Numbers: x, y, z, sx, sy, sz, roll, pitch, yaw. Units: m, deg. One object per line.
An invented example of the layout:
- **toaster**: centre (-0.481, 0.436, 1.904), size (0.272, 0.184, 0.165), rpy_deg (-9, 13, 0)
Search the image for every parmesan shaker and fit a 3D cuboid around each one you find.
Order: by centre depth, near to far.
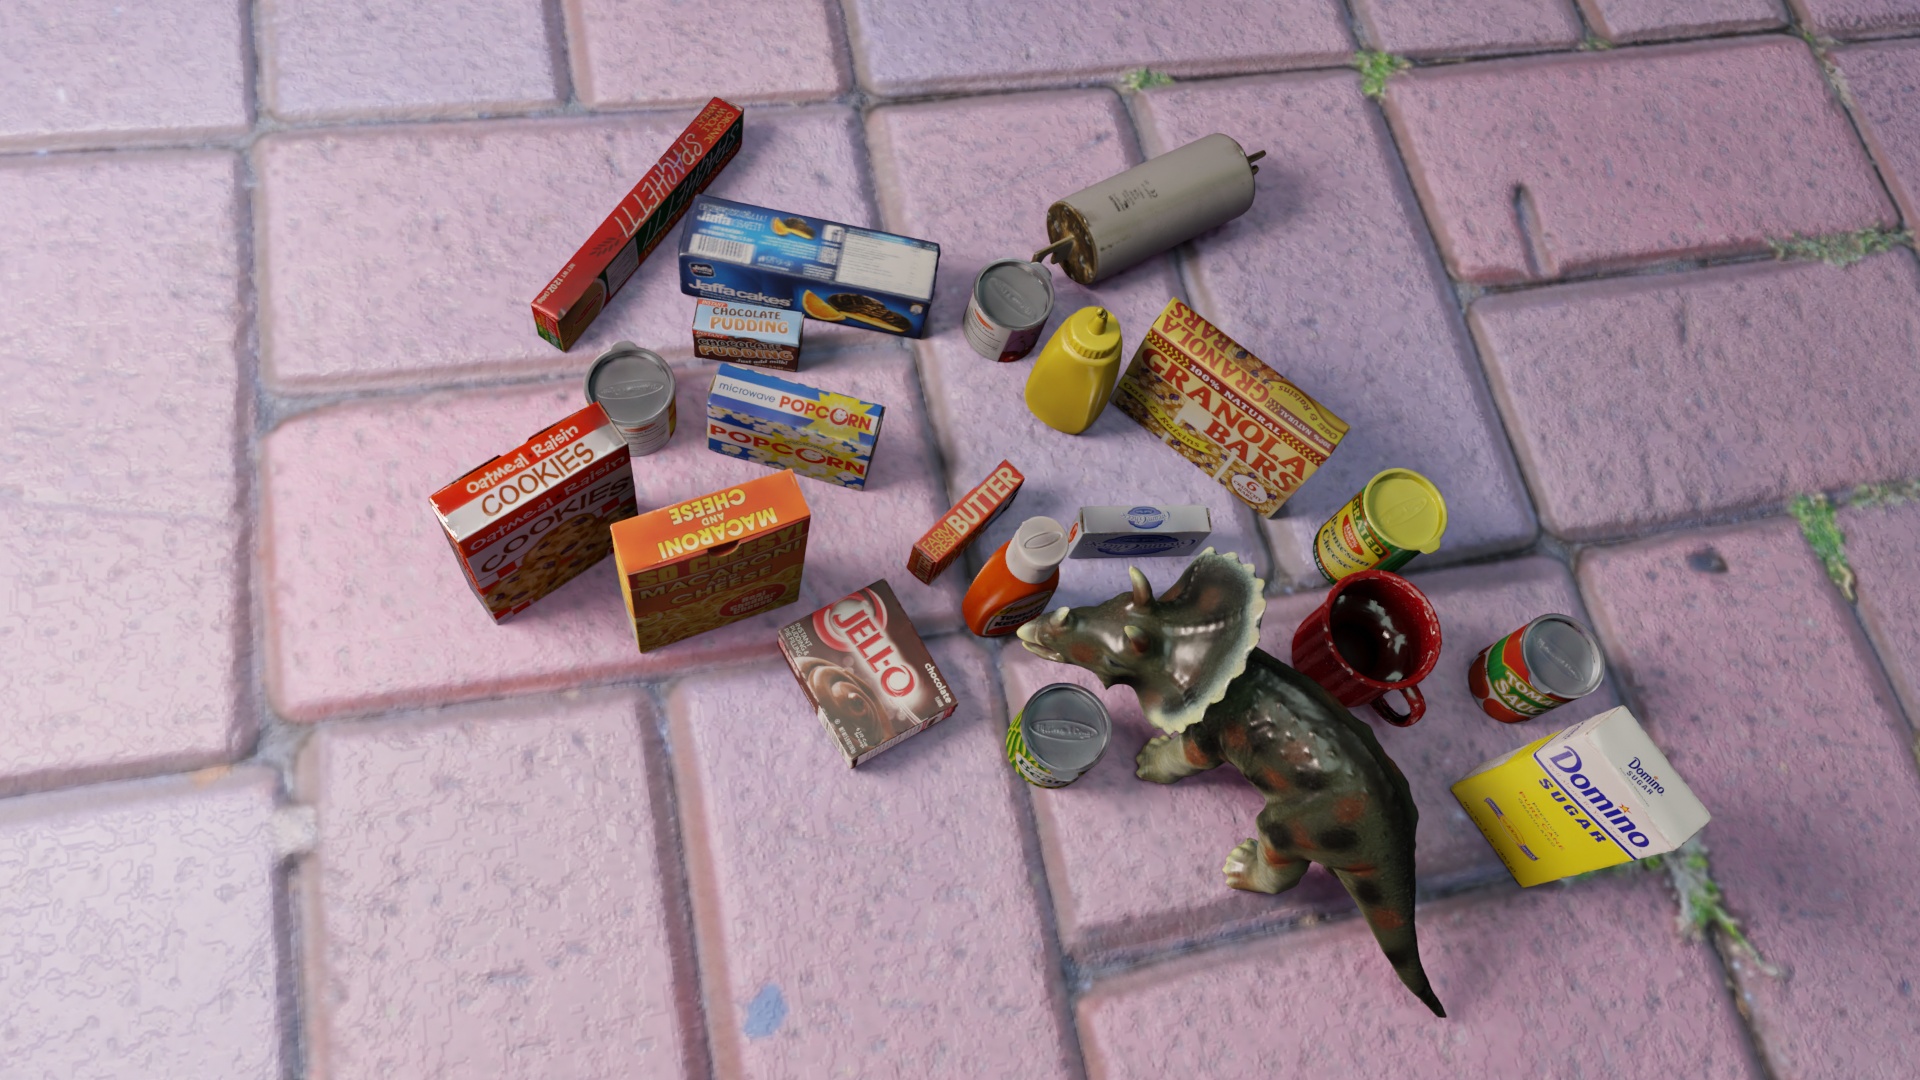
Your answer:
- **parmesan shaker**: centre (0.325, -0.003, 1.082), size (0.071, 0.102, 0.071), rpy_deg (4, 68, -9)

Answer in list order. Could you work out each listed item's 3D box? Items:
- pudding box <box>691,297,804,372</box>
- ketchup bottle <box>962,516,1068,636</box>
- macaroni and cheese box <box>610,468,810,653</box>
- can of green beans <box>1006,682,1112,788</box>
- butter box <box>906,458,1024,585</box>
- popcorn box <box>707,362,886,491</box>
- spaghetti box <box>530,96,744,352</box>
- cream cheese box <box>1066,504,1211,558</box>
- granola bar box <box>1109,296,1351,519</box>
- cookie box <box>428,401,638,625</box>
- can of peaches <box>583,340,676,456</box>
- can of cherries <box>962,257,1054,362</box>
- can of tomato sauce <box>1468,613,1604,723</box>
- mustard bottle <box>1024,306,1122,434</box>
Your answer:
- **pudding box**: centre (-0.166, -0.161, 1.088), size (0.084, 0.049, 0.030), rpy_deg (8, 67, -7)
- **ketchup bottle**: centre (0.043, 0.026, 0.995), size (0.065, 0.148, 0.043), rpy_deg (-18, 73, -16)
- **macaroni and cheese box**: centre (-0.169, 0.018, 0.951), size (0.124, 0.165, 0.040), rpy_deg (-19, 73, -16)
- **can of green beans**: centre (0.070, 0.142, 1.002), size (0.071, 0.057, 0.071), rpy_deg (4, 68, -9)
- **butter box**: centre (0.004, -0.013, 1.056), size (0.024, 0.053, 0.104), rpy_deg (43, 68, 8)
- **popcorn box**: centre (-0.125, -0.084, 1.044), size (0.127, 0.085, 0.038), rpy_deg (15, 67, -4)
- **spaghetti box**: centre (-0.253, -0.256, 1.111), size (0.029, 0.050, 0.251), rpy_deg (31, 66, 3)
- **cream cheese box**: centre (0.137, -0.007, 1.077), size (0.104, 0.053, 0.024), rpy_deg (-1, 69, -10)
- **granola bar box**: centre (0.206, -0.100, 1.088), size (0.165, 0.123, 0.039), rpy_deg (38, 67, 6)
- **cookie box**: centre (-0.283, -0.016, 0.944), size (0.123, 0.166, 0.040), rpy_deg (-35, 78, -20)
- **can of peaches**: centre (-0.248, -0.106, 1.046), size (0.071, 0.057, 0.071), rpy_deg (4, 68, -9)
- **can of cherries**: centre (0.040, -0.188, 1.130), size (0.071, 0.058, 0.072), rpy_deg (4, 68, -9)
- **can of tomato sauce**: centre (0.441, 0.102, 1.070), size (0.071, 0.082, 0.071), rpy_deg (4, 68, -9)
- **mustard bottle**: centre (0.093, -0.137, 1.064), size (0.065, 0.159, 0.049), rpy_deg (31, 67, 3)
